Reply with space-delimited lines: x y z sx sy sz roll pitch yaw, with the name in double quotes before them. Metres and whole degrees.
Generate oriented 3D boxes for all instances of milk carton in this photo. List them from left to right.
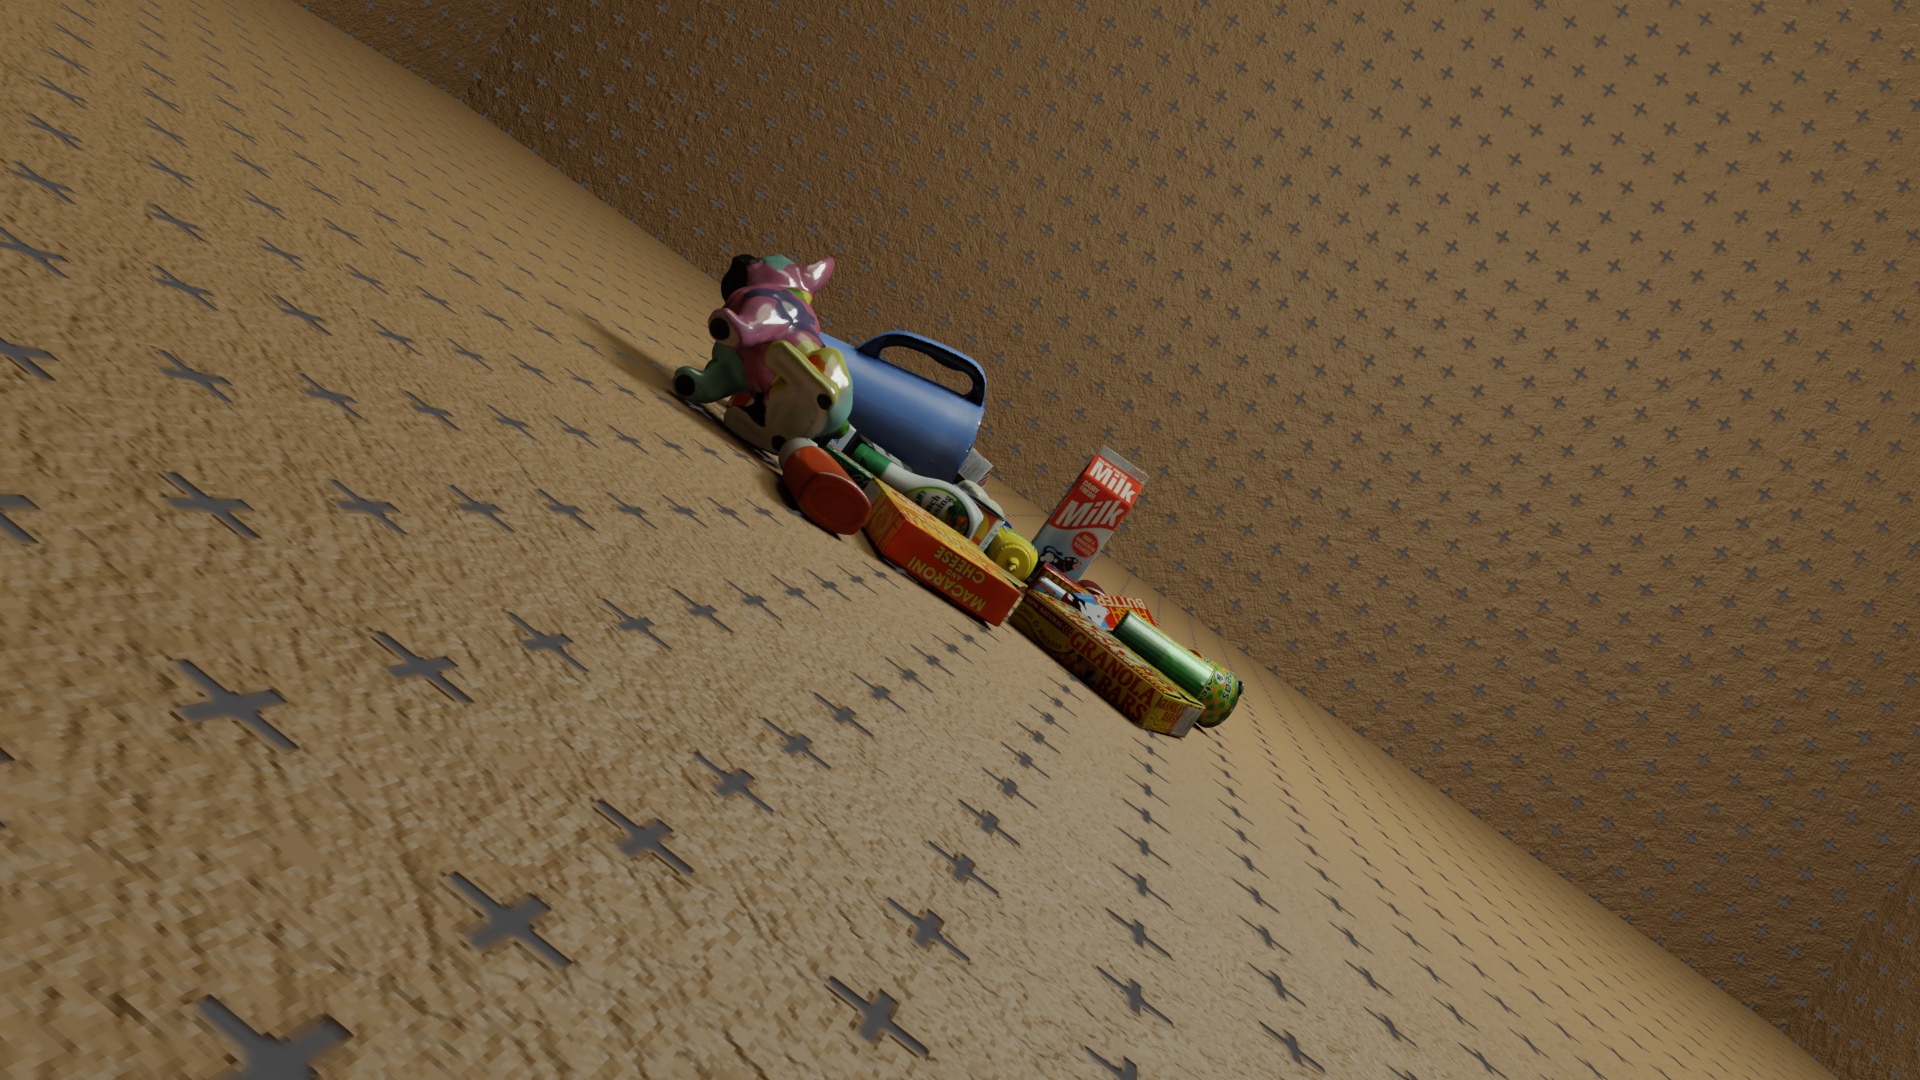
"milk carton" 0.147 -0.020 1.695 0.072 0.190 0.073 35 5 0

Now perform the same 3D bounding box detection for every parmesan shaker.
"parmesan shaker" 0.192 0.126 1.391 0.103 0.071 0.071 35 5 4

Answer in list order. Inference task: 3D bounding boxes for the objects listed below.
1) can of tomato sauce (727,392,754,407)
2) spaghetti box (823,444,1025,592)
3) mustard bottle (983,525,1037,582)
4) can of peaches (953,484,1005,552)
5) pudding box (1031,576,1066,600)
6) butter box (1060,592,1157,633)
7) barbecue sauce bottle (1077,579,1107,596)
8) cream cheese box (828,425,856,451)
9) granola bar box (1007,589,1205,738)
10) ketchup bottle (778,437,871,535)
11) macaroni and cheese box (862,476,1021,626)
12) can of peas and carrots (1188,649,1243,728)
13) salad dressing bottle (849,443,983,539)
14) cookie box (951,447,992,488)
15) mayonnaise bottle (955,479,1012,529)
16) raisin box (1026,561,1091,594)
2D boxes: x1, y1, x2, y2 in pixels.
"can of tomato sauce" -0.189 -0.156 1.419 0.071 0.083 0.071 35 5 -3
"spaghetti box" -0.046 -0.016 1.367 0.250 0.028 0.050 36 5 8
"mustard bottle" 0.057 0.019 1.562 0.065 0.048 0.160 33 6 -6
"can of peaches" 0.006 -0.019 1.543 0.071 0.058 0.071 34 6 -4
"pudding box" 0.115 0.075 1.531 0.084 0.030 0.050 35 4 4
"butter box" 0.159 0.085 1.487 0.104 0.024 0.053 6 42 -29
"barbecue sauce bottle" 0.161 0.076 1.724 0.065 0.043 0.149 45 4 -5
"cream cheese box" -0.148 -0.108 1.407 0.024 0.053 0.104 39 7 19
"granola bar box" 0.137 0.114 1.286 0.166 0.039 0.124 38 6 29
"ketchup bottle" -0.119 -0.051 1.150 0.064 0.043 0.149 33 5 -25
"macaroni and cheese box" -0.025 0.009 1.223 0.123 0.040 0.167 33 5 -19
"can of peas and carrots" 0.252 0.155 1.460 0.058 0.071 0.071 32 6 -26
"salad dressing bottle" -0.049 -0.045 1.420 0.148 0.064 0.044 32 8 3
"cookie box" -0.036 -0.126 1.742 0.167 0.040 0.122 44 -8 4
"mayonnaise bottle" 0.023 -0.027 1.701 0.041 0.064 0.148 47 7 26
"raisin box" 0.136 0.076 1.599 0.123 0.040 0.086 36 6 3
